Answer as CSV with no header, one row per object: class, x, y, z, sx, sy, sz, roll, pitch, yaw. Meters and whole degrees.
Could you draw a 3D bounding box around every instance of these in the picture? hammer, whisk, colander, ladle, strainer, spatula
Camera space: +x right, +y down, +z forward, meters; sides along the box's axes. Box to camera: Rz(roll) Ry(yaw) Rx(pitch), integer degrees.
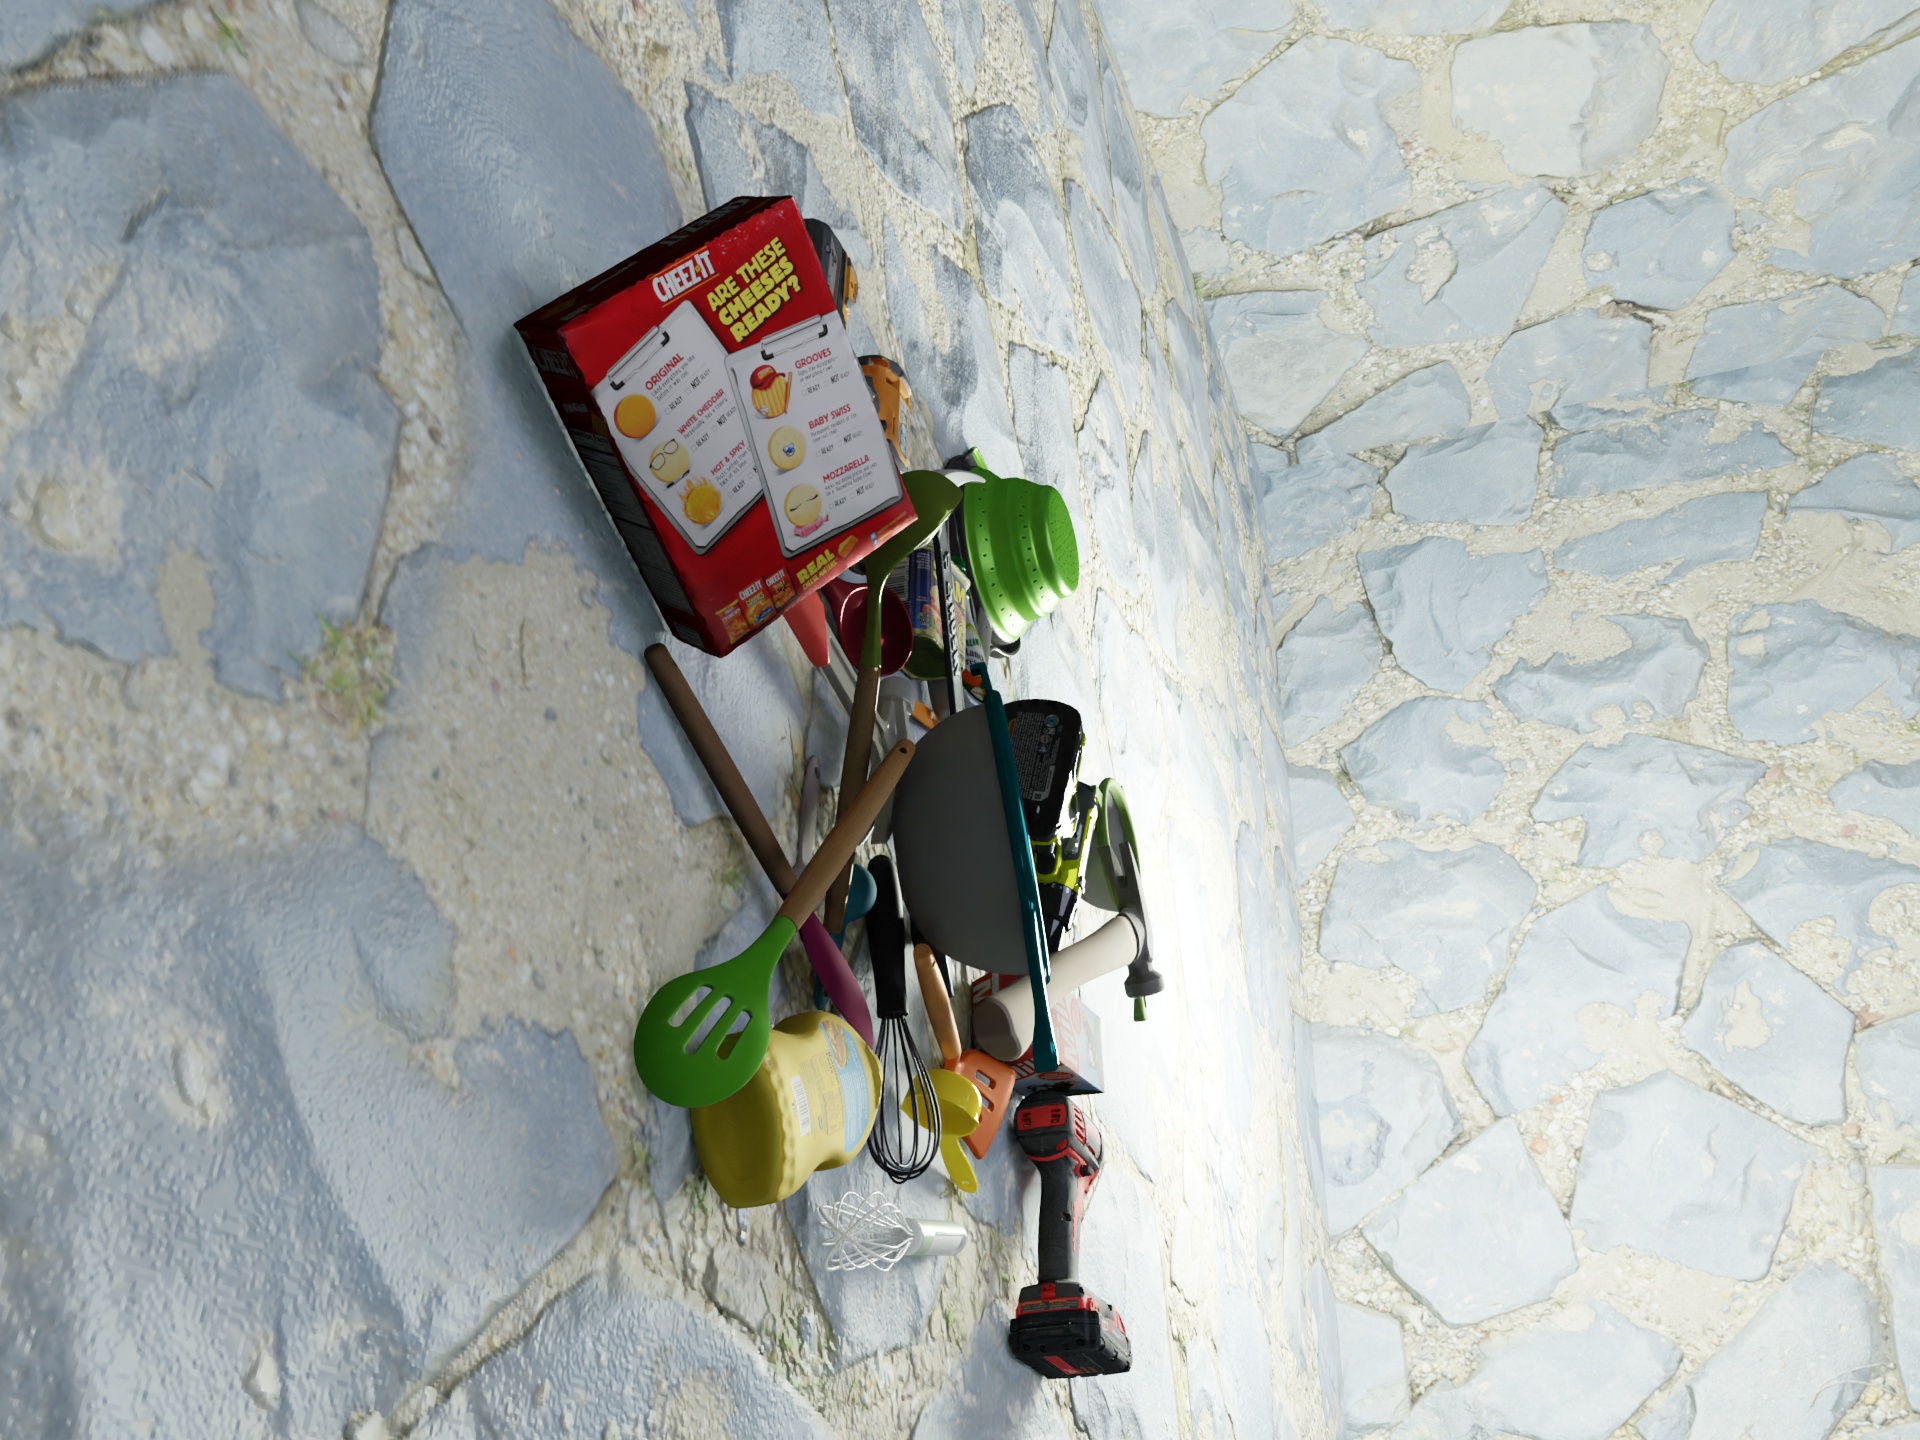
hammer,-0.112,-0.075,1.073,0.358,0.037,0.149,63,28,-43
whisk,-0.048,0.208,1.137,0.055,0.055,0.239,43,36,-60
hammer,0.093,0.198,1.336,0.410,0.038,0.146,-7,84,-69
colander,0.052,-0.106,1.504,0.204,0.094,0.397,60,27,-44
ladle,-0.052,-0.009,1.070,0.078,0.062,0.320,-139,-123,-73
ladle,-0.117,-0.120,1.132,0.315,0.031,0.069,46,62,-54
hammer,-0.002,-0.004,1.266,0.149,0.036,0.408,-58,148,-57
whisk,-0.039,0.354,1.089,0.058,0.059,0.246,-56,156,-6
strainer,0.148,0.190,1.671,0.151,0.069,0.256,8,73,-73
spatula,-0.001,0.239,1.181,0.322,0.041,0.081,79,32,-58
strainer,0.004,0.120,1.064,0.341,0.095,0.210,-97,177,-60

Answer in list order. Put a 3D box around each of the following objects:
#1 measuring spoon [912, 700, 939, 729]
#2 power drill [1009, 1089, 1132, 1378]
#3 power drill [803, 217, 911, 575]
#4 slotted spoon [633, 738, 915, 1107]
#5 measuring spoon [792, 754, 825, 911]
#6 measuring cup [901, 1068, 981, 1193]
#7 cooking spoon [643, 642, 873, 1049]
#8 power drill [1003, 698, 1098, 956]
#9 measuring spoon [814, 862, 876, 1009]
measuring spoon,-0.038,-0.006,1.331,0.116,0.011,0.021,33,39,-69
power drill,0.095,0.447,1.384,0.143,0.078,0.220,56,27,-50
power drill,-0.096,-0.232,1.181,0.226,0.084,0.185,56,32,-59
slotted spoon,-0.095,0.104,0.949,0.314,0.070,0.031,-56,177,-47
measuring spoon,-0.100,0.076,1.095,0.034,0.018,0.124,55,30,-51
measuring cup,-0.003,0.312,1.205,0.156,0.062,0.029,76,28,-46
cooking spoon,-0.119,0.085,1.002,0.069,0.017,0.318,-112,177,-63
power drill,0.075,0.105,1.454,0.228,0.080,0.191,73,26,-55
measuring spoon,-0.079,0.150,1.111,0.129,0.021,0.042,-77,151,-48
